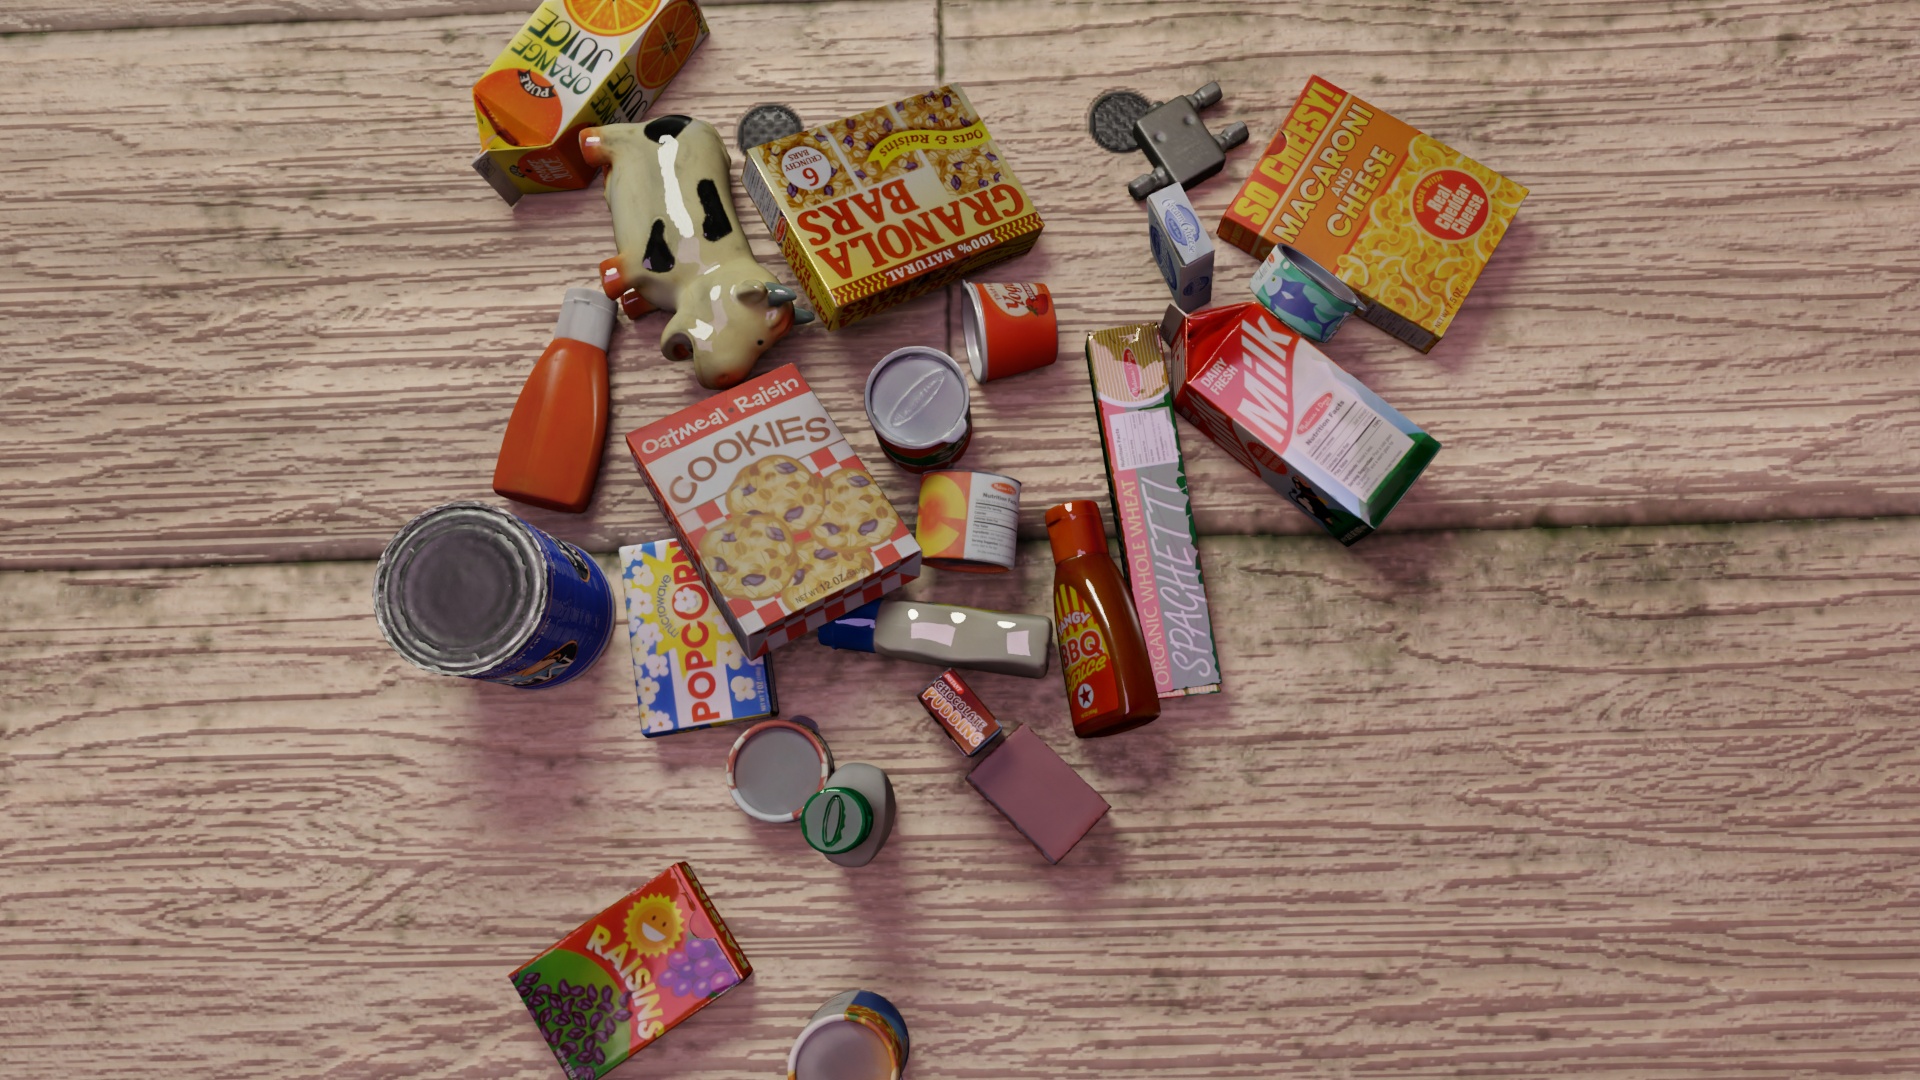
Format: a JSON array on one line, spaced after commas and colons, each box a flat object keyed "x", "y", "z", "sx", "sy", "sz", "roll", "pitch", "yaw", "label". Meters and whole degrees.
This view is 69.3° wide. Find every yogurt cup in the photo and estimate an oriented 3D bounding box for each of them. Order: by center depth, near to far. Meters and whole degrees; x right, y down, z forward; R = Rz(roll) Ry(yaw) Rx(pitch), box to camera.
[{"x": 0.033, "y": -0.141, "z": 0.926, "sx": 0.054, "sy": 0.072, "sz": 0.072, "roll": -9, "pitch": 80, "yaw": -8, "label": "yogurt cup"}]

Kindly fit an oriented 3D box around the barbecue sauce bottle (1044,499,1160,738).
[{"x": 0.086, "y": 0.049, "z": 0.893, "sx": 0.044, "sy": 0.064, "sz": 0.149, "roll": 1, "pitch": 69, "yaw": -32, "label": "barbecue sauce bottle"}]

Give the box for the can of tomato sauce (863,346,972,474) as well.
[{"x": -0.024, "y": -0.082, "z": 0.906, "sx": 0.071, "sy": 0.083, "sz": 0.071, "roll": 0, "pitch": 81, "yaw": 2, "label": "can of tomato sauce"}]

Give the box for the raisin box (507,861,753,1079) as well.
[{"x": -0.206, "y": 0.271, "z": 0.872, "sx": 0.123, "sy": 0.040, "sz": 0.086, "roll": -33, "pitch": 80, "yaw": -5, "label": "raisin box"}]

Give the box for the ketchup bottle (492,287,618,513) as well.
[{"x": -0.266, "y": -0.096, "z": 0.936, "sx": 0.065, "sy": 0.043, "sz": 0.149, "roll": 11, "pitch": 80, "yaw": 3, "label": "ketchup bottle"}]

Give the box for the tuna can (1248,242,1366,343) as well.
[{"x": 0.223, "y": -0.158, "z": 0.894, "sx": 0.071, "sy": 0.071, "sz": 0.032, "roll": 40, "pitch": 116, "yaw": 8, "label": "tuna can"}]

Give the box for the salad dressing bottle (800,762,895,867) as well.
[{"x": -0.067, "y": 0.165, "z": 0.831, "sx": 0.044, "sy": 0.147, "sz": 0.064, "roll": 9, "pitch": 81, "yaw": 4, "label": "salad dressing bottle"}]

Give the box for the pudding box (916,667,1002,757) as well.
[{"x": 0.000, "y": 0.110, "z": 0.871, "sx": 0.030, "sy": 0.083, "sz": 0.050, "roll": -40, "pitch": 81, "yaw": -5, "label": "pudding box"}]

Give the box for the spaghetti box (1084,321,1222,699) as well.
[{"x": 0.126, "y": -0.020, "z": 0.918, "sx": 0.050, "sy": 0.028, "sz": 0.250, "roll": -8, "pitch": 80, "yaw": 0, "label": "spaghetti box"}]

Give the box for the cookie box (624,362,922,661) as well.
[{"x": -0.120, "y": -0.023, "z": 0.887, "sx": 0.123, "sy": 0.040, "sz": 0.168, "roll": -27, "pitch": 65, "yaw": -19, "label": "cookie box"}]

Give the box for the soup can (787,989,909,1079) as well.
[{"x": -0.064, "y": 0.314, "z": 0.838, "sx": 0.071, "sy": 0.083, "sz": 0.071, "roll": 0, "pitch": 81, "yaw": 1, "label": "soup can"}]

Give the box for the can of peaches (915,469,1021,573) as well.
[{"x": 0.003, "y": -0.011, "z": 0.904, "sx": 0.071, "sy": 0.071, "sz": 0.058, "roll": 4, "pitch": 81, "yaw": 3, "label": "can of peaches"}]

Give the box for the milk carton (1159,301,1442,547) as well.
[{"x": 0.207, "y": -0.087, "z": 0.906, "sx": 0.191, "sy": 0.072, "sz": 0.073, "roll": 40, "pitch": 84, "yaw": 7, "label": "milk carton"}]

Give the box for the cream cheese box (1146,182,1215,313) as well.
[{"x": 0.144, "y": -0.190, "z": 0.910, "sx": 0.024, "sy": 0.103, "sz": 0.053, "roll": -26, "pitch": 79, "yaw": 5, "label": "cream cheese box"}]

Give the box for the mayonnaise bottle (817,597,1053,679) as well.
[{"x": -0.016, "y": 0.059, "z": 0.894, "sx": 0.148, "sy": 0.064, "sz": 0.041, "roll": 8, "pitch": 82, "yaw": 7, "label": "mayonnaise bottle"}]

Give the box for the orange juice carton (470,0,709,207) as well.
[{"x": -0.265, "y": -0.318, "z": 0.962, "sx": 0.073, "sy": 0.071, "sz": 0.193, "roll": 35, "pitch": 83, "yaw": 8, "label": "orange juice carton"}]

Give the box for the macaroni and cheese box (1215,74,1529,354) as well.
[{"x": 0.278, "y": -0.223, "z": 0.944, "sx": 0.166, "sy": 0.040, "sz": 0.124, "roll": 31, "pitch": 82, "yaw": 7, "label": "macaroni and cheese box"}]

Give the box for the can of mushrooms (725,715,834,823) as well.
[{"x": -0.115, "y": 0.146, "z": 0.894, "sx": 0.071, "sy": 0.033, "sz": 0.071, "roll": 0, "pitch": 80, "yaw": 3, "label": "can of mushrooms"}]

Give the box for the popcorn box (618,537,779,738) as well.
[{"x": -0.171, "y": 0.060, "z": 0.909, "sx": 0.085, "sy": 0.038, "sz": 0.127, "roll": -10, "pitch": 80, "yaw": 0, "label": "popcorn box"}]

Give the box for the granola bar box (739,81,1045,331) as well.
[{"x": -0.045, "y": -0.224, "z": 0.926, "sx": 0.166, "sy": 0.039, "sz": 0.124, "roll": -26, "pitch": 80, "yaw": -25, "label": "granola bar box"}]
